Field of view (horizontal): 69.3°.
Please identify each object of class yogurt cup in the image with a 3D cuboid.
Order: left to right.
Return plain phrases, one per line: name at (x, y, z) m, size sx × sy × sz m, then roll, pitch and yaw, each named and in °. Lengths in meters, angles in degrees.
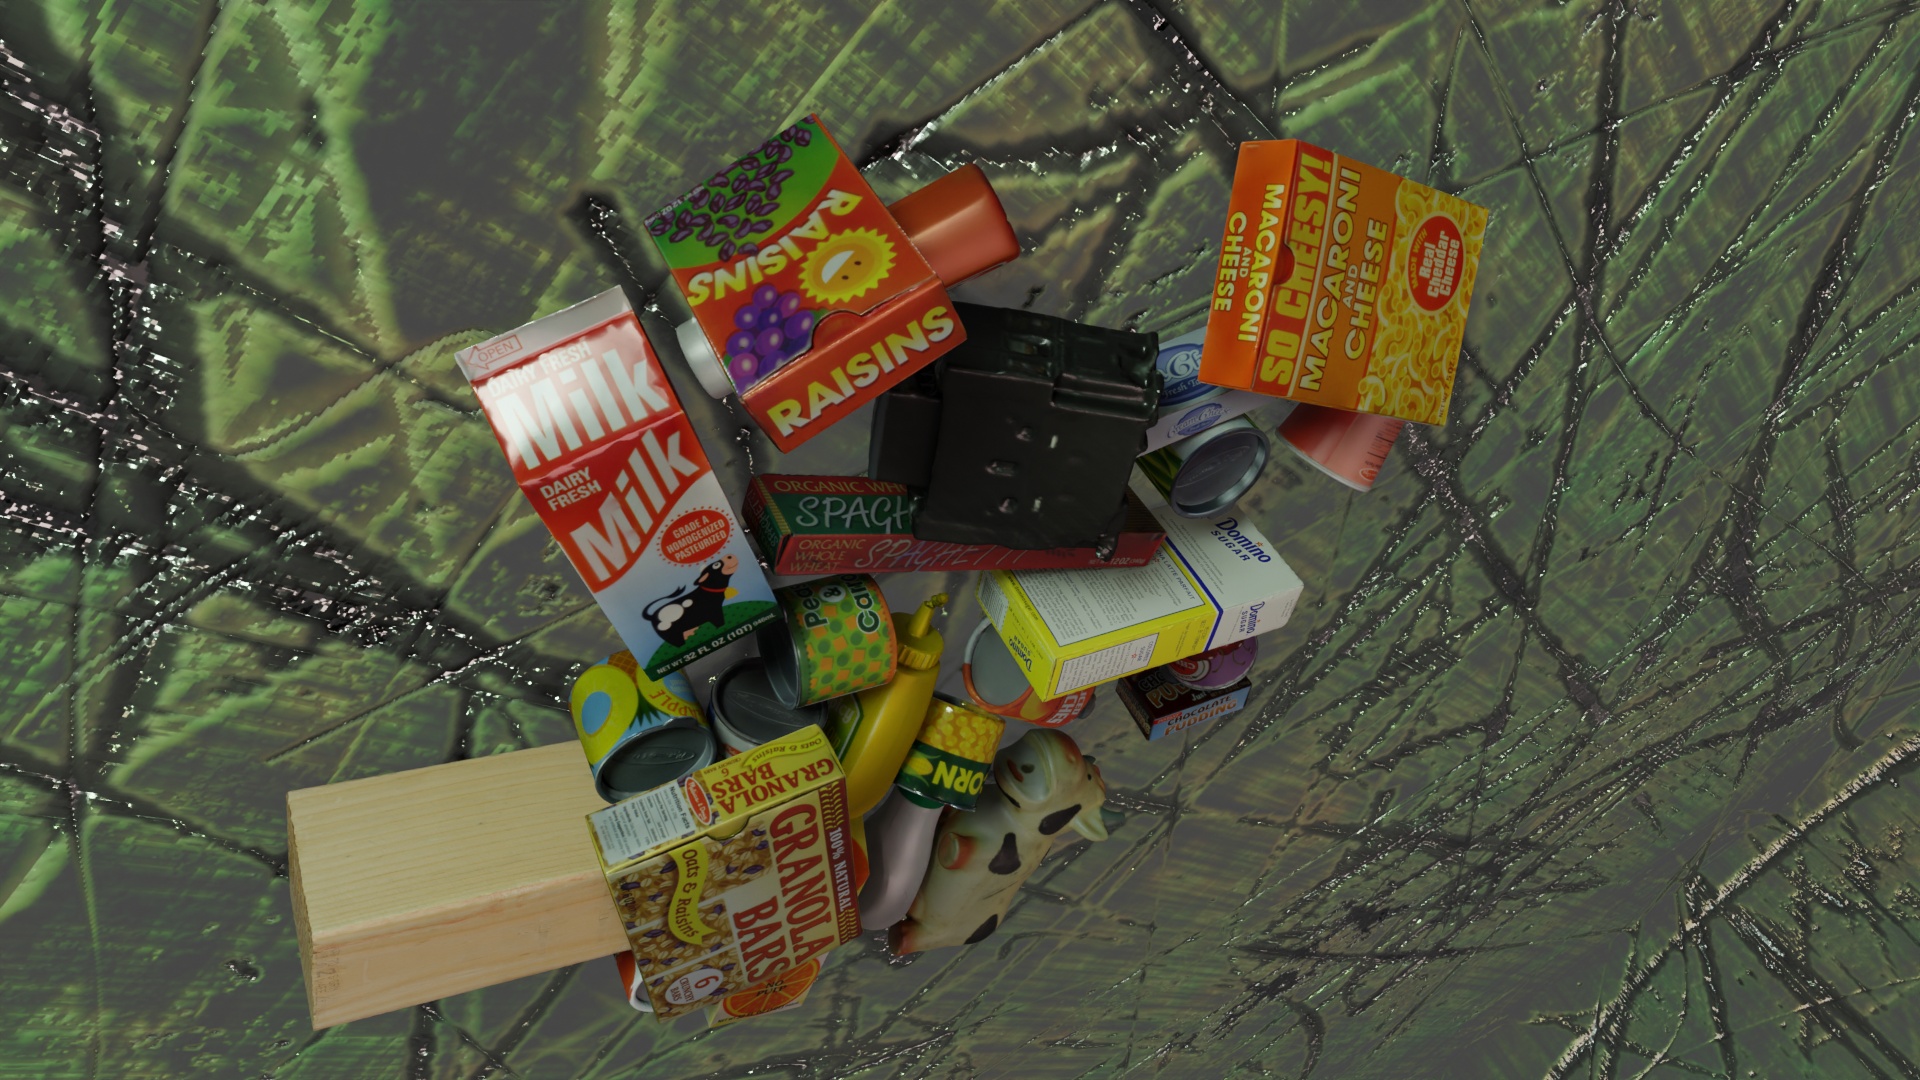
yogurt cup at (0.234, -0.070, 0.845) m, size 0.072 × 0.072 × 0.053 m, roll 13°, pitch 116°, yaw -43°

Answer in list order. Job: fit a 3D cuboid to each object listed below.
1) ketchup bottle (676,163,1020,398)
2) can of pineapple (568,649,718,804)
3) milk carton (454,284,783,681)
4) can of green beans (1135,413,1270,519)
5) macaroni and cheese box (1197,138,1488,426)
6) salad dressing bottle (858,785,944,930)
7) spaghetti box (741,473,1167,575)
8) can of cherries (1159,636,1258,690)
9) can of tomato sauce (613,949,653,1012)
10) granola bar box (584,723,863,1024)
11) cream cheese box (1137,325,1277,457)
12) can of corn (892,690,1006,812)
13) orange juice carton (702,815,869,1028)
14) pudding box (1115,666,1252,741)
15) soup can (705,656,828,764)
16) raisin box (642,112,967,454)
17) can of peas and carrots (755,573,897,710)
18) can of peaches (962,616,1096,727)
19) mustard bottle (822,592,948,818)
ketchup bottle at (-0.049, -0.111, 0.601) m, size 0.149 × 0.065 × 0.043 m, roll -26°, pitch 113°, yaw 4°
can of pineapple at (-0.169, 0.098, 0.743) m, size 0.071 × 0.058 × 0.070 m, roll -20°, pitch 141°, yaw -17°
milk carton at (-0.146, -0.028, 0.608) m, size 0.072 × 0.074 × 0.189 m, roll -26°, pitch 142°, yaw -9°
can of green beans at (0.132, -0.056, 0.790) m, size 0.071 × 0.058 × 0.071 m, roll -20°, pitch 140°, yaw -17°
macaroni and cheese box at (0.205, -0.131, 0.730) m, size 0.167 × 0.040 × 0.123 m, roll 4°, pitch 98°, yaw -39°
salad dressing bottle at (-0.039, 0.198, 0.947) m, size 0.044 × 0.064 × 0.147 m, roll 10°, pitch 119°, yaw -30°
spaghetti box at (0.003, -0.009, 0.755) m, size 0.251 × 0.050 × 0.028 m, roll -1°, pitch 131°, yaw -35°
can of cherries at (0.162, 0.060, 0.930) m, size 0.071 × 0.072 × 0.058 m, roll -29°, pitch 142°, yaw -5°
can of tomato sauce at (-0.187, 0.240, 0.865) m, size 0.071 × 0.083 × 0.070 m, roll -20°, pitch 140°, yaw -17°
granola bar box at (-0.118, 0.181, 0.735) m, size 0.124 × 0.039 × 0.164 m, roll -20°, pitch 140°, yaw -18°
cream cheese box at (0.115, -0.082, 0.753) m, size 0.104 × 0.053 × 0.024 m, roll -23°, pitch 139°, yaw -13°
can of corn at (-0.009, 0.129, 0.867) m, size 0.071 × 0.071 × 0.058 m, roll 23°, pitch 87°, yaw -47°
orange juice carton at (-0.120, 0.229, 0.910) m, size 0.072 × 0.073 × 0.191 m, roll -1°, pitch 132°, yaw -34°
pudding box at (0.159, 0.105, 0.993) m, size 0.084 × 0.050 × 0.030 m, roll -16°, pitch 141°, yaw -20°
soup can at (-0.116, 0.117, 0.798) m, size 0.071 × 0.071 × 0.083 m, roll -6°, pitch 136°, yaw -31°
raisin box at (-0.063, -0.104, 0.543) m, size 0.086 × 0.124 × 0.040 m, roll -32°, pitch 143°, yaw -1°
can of peas and carrots at (-0.073, 0.051, 0.754) m, size 0.059 × 0.071 × 0.070 m, roll -13°, pitch 138°, yaw -25°
can of peaches at (0.045, 0.081, 0.867) m, size 0.058 × 0.071 × 0.071 m, roll 22°, pitch 117°, yaw -46°
mustard bottle at (-0.049, 0.091, 0.822) m, size 0.049 × 0.065 × 0.159 m, roll 8°, pitch 120°, yaw -40°
